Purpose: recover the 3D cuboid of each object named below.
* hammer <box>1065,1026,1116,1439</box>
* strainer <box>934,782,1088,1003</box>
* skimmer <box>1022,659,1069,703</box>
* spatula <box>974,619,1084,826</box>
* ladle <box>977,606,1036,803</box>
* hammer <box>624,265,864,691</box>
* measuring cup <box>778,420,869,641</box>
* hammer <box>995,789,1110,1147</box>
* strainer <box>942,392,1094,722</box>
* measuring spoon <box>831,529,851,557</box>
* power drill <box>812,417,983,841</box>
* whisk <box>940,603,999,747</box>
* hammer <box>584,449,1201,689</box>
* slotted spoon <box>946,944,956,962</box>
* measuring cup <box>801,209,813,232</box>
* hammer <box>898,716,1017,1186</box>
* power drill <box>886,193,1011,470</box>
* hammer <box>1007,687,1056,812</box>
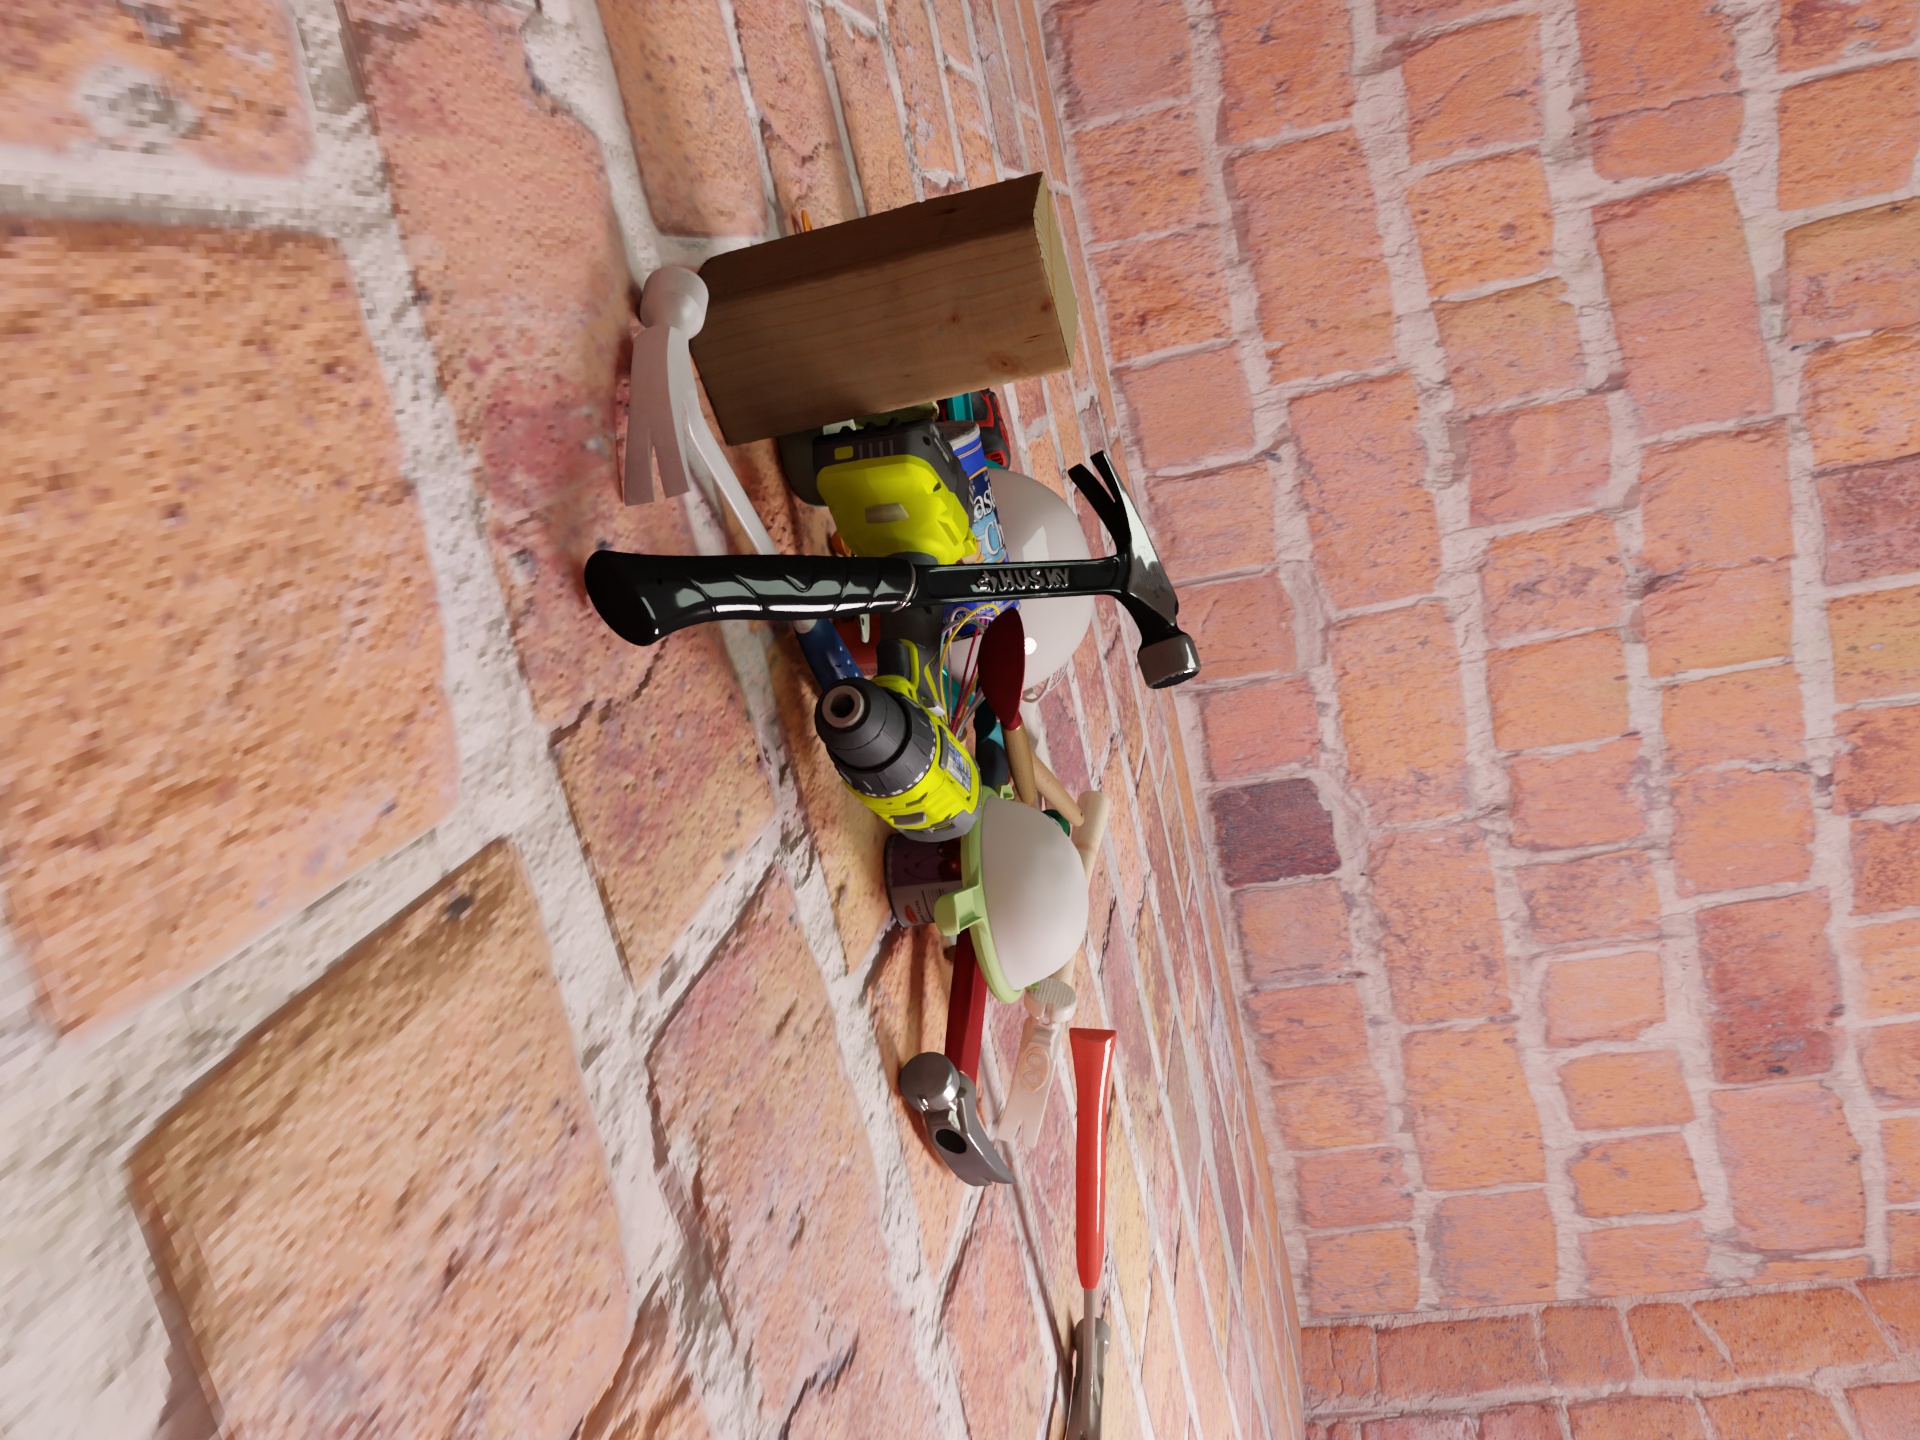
[{"bbox_3d":[0.102,0.407,1.266,0.149,0.037,0.359,-68,159,-68],"label":"hammer"},{"bbox_3d":[0.040,0.114,1.043,0.256,0.069,0.151,8,73,-78],"label":"strainer"},{"bbox_3d":[0.005,-0.146,1.419,0.362,0.090,0.127,47,11,-48],"label":"skimmer"},{"bbox_3d":[0.057,0.026,1.241,0.317,0.044,0.082,48,35,-59],"label":"spatula"},{"bbox_3d":[0.037,0.007,1.065,0.315,0.031,0.069,74,13,-70],"label":"ladle"},{"bbox_3d":[-0.097,-0.063,0.938,0.405,0.035,0.144,64,20,-50],"label":"hammer"},{"bbox_3d":[-0.086,-0.131,1.032,0.083,0.038,0.167,3,79,-76],"label":"measuring cup"},{"bbox_3d":[0.088,0.183,1.358,0.411,0.038,0.146,-67,169,-63],"label":"hammer"},{"bbox_3d":[0.043,-0.175,1.301,0.211,0.095,0.340,-31,118,-52],"label":"strainer"},{"bbox_3d":[-0.073,-0.083,1.116,0.021,0.011,0.116,-84,162,-53],"label":"measuring spoon"},{"bbox_3d":[-0.039,-0.056,0.930,0.190,0.080,0.229,50,36,-67],"label":"power drill"},{"bbox_3d":[0.000,-0.004,1.122,0.244,0.051,0.047,100,9,-57],"label":"whisk"},{"bbox_3d":[-0.019,-0.078,0.849,0.408,0.036,0.149,-7,75,-46],"label":"hammer"},{"bbox_3d":[0.039,0.195,1.336,0.313,0.031,0.070,26,57,-71],"label":"slotted spoon"},{"bbox_3d":[-0.071,-0.301,1.182,0.095,0.052,0.173,-84,161,-50],"label":"measuring cup"},{"bbox_3d":[0.018,0.149,1.187,0.387,0.038,0.143,-82,154,-44],"label":"hammer"},{"bbox_3d":[-0.013,-0.339,1.397,0.188,0.080,0.226,-101,175,-48],"label":"power drill"},{"bbox_3d":[0.051,0.091,1.450,0.331,0.031,0.130,-70,147,-64],"label":"hammer"}]
